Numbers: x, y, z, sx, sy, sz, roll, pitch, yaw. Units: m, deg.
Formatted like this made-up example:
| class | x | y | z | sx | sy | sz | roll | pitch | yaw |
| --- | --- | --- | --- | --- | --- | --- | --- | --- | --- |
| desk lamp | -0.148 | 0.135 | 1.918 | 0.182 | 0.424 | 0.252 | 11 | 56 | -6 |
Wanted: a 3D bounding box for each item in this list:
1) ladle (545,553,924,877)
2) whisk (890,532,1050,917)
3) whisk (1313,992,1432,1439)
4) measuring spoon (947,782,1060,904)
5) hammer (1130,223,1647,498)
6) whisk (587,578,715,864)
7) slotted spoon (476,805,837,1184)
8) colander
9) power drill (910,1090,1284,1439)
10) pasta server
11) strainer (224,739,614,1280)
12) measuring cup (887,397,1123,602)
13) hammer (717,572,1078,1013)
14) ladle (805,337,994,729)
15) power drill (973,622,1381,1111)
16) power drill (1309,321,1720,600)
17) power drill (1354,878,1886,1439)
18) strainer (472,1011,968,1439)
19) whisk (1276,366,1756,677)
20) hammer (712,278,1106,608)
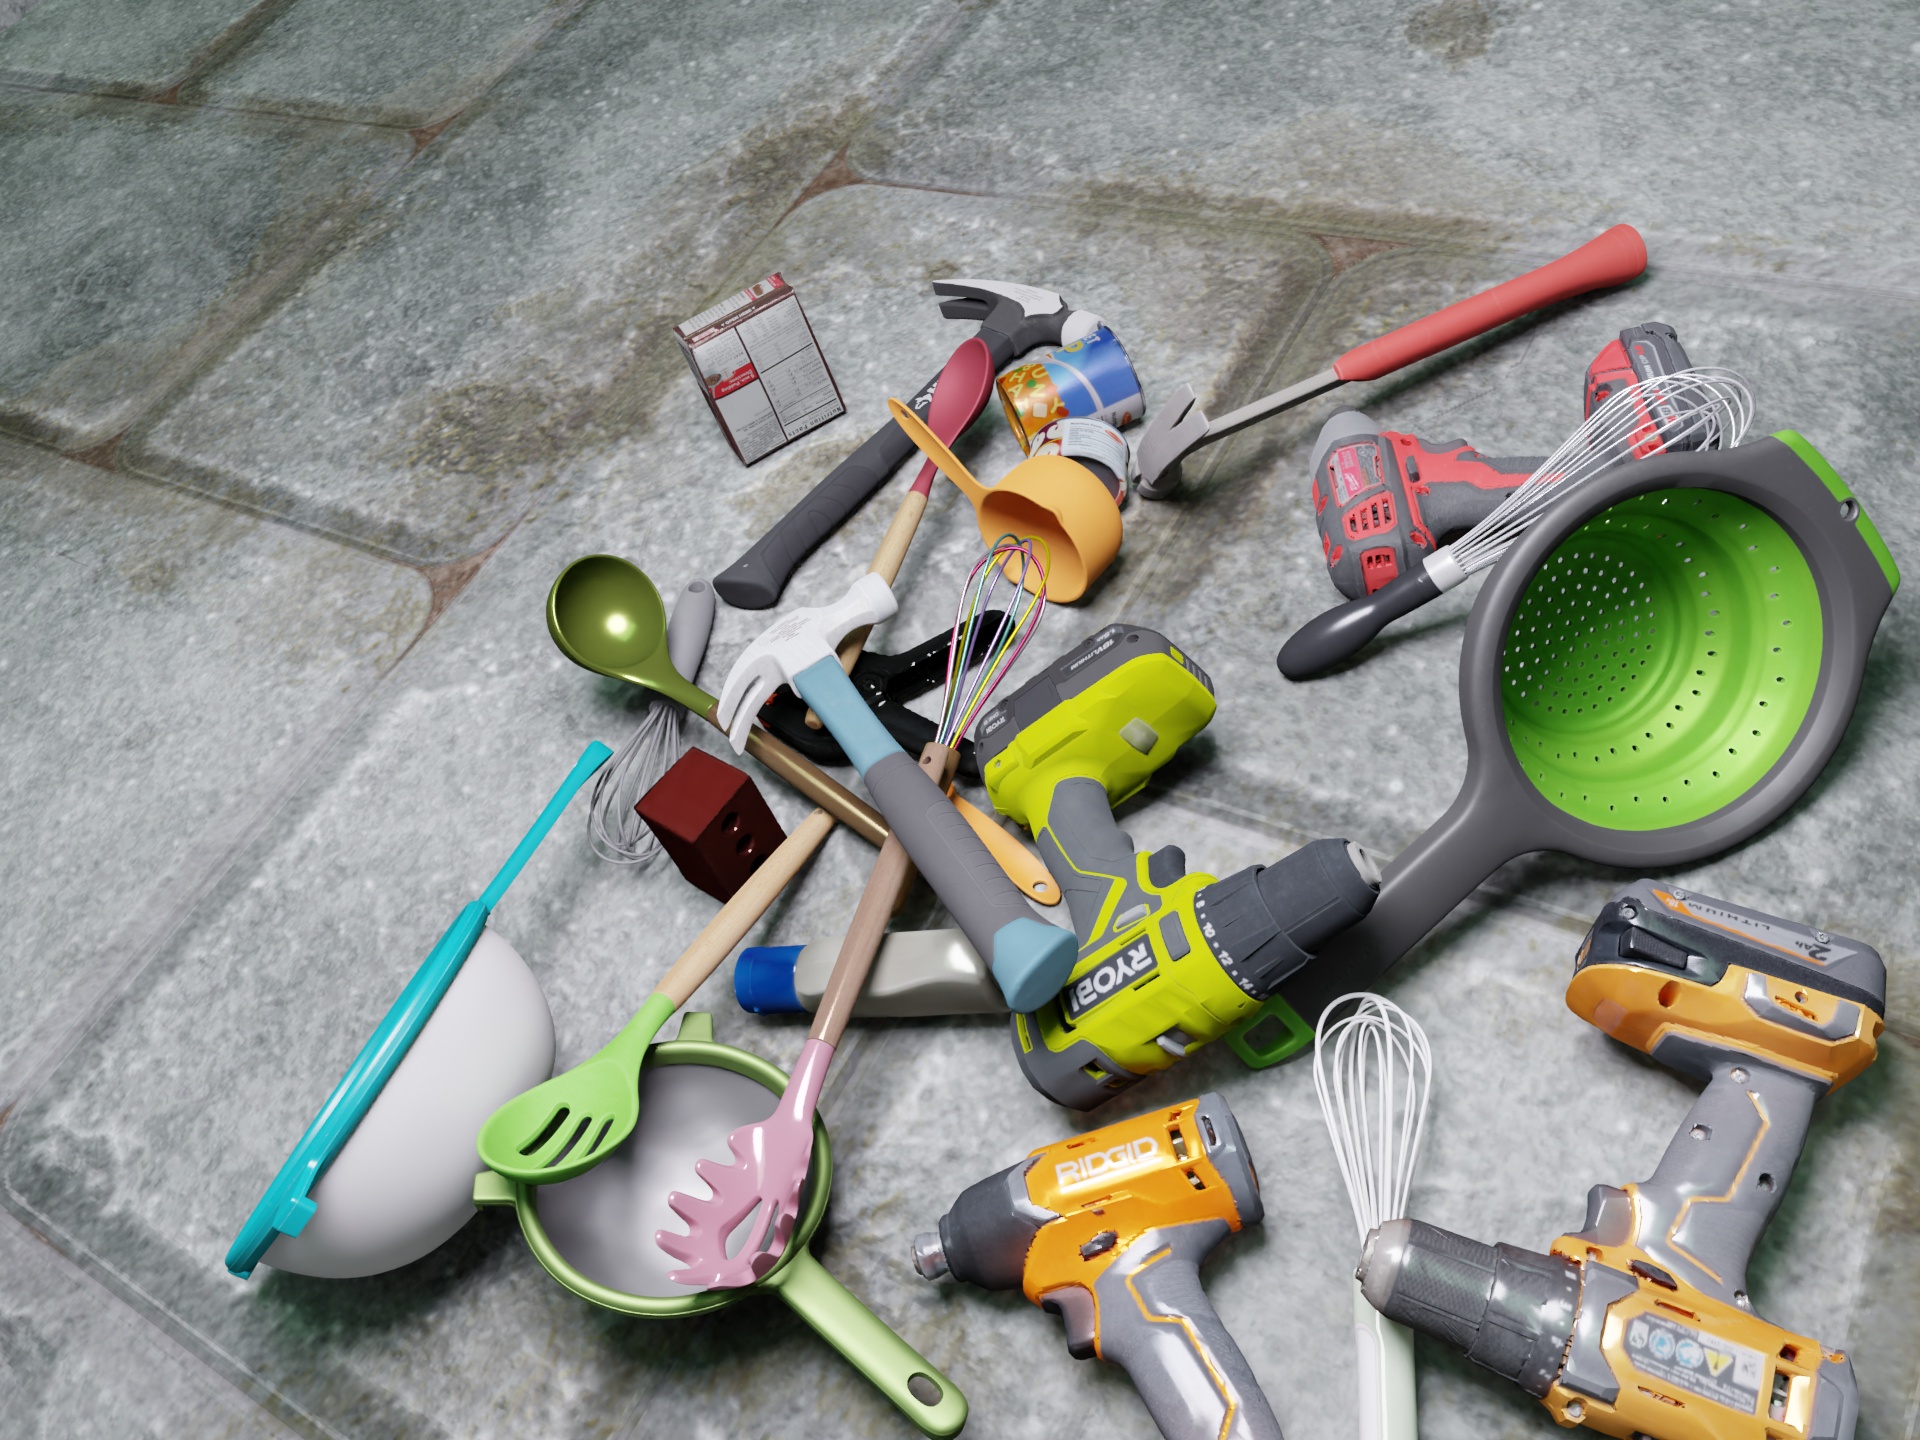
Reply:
| class | x | y | z | sx | sy | sz | roll | pitch | yaw |
| --- | --- | --- | --- | --- | --- | --- | --- | --- | --- |
| ladle | -0.128 | -0.001 | 0.954 | 0.320 | 0.062 | 0.078 | 34 | 47 | 23 |
| whisk | 0.000 | -0.003 | 0.910 | 0.047 | 0.051 | 0.245 | 14 | 71 | 19 |
| whisk | 0.184 | 0.235 | 0.700 | 0.059 | 0.057 | 0.247 | 13 | 57 | -10 |
| measuring spoon | 0.018 | 0.071 | 0.912 | 0.021 | 0.011 | 0.117 | -30 | 51 | -24 |
| hammer | 0.279 | -0.237 | 1.004 | 0.359 | 0.149 | 0.037 | -24 | 85 | -9 |
| whisk | -0.192 | -0.006 | 1.024 | 0.055 | 0.055 | 0.239 | -6 | 47 | 14 |
| slotted spoon | -0.140 | 0.133 | 0.836 | 0.070 | 0.031 | 0.314 | 8 | 34 | 24 |
| colander | 0.275 | 0.020 | 0.806 | 0.397 | 0.204 | 0.094 | -43 | 15 | 3 |
| power drill | 0.070 | 0.282 | 0.680 | 0.164 | 0.084 | 0.227 | -18 | 45 | 5 |
| pasta server | -0.062 | 0.133 | 0.787 | 0.060 | 0.040 | 0.316 | 2 | 52 | 26 |
| strainer | -0.250 | 0.159 | 0.859 | 0.095 | 0.211 | 0.341 | 36 | 53 | -11 |
| measuring cup | 0.030 | -0.154 | 1.003 | 0.173 | 0.095 | 0.052 | 45 | 65 | 4 |
| hammer | -0.032 | 0.033 | 0.836 | 0.128 | 0.033 | 0.331 | -31 | 42 | -9 |
| ladle | -0.037 | -0.125 | 1.025 | 0.069 | 0.031 | 0.316 | -24 | 38 | 52 |
| power drill | 0.099 | 0.061 | 0.807 | 0.190 | 0.080 | 0.229 | -37 | 41 | 21 |
| power drill | 0.319 | -0.154 | 0.946 | 0.219 | 0.078 | 0.143 | -12 | 49 | 13 |
| power drill | 0.281 | 0.184 | 0.670 | 0.185 | 0.084 | 0.226 | 17 | 62 | 16 |
| strainer | -0.099 | 0.263 | 0.764 | 0.256 | 0.069 | 0.151 | 33 | 48 | 25 |
| whisk | 0.293 | -0.101 | 0.868 | 0.284 | 0.070 | 0.070 | -33 | 44 | 25 |
| hammer | -0.052 | -0.201 | 1.135 | 0.146 | 0.035 | 0.335 | 30 | 67 | 34 |
